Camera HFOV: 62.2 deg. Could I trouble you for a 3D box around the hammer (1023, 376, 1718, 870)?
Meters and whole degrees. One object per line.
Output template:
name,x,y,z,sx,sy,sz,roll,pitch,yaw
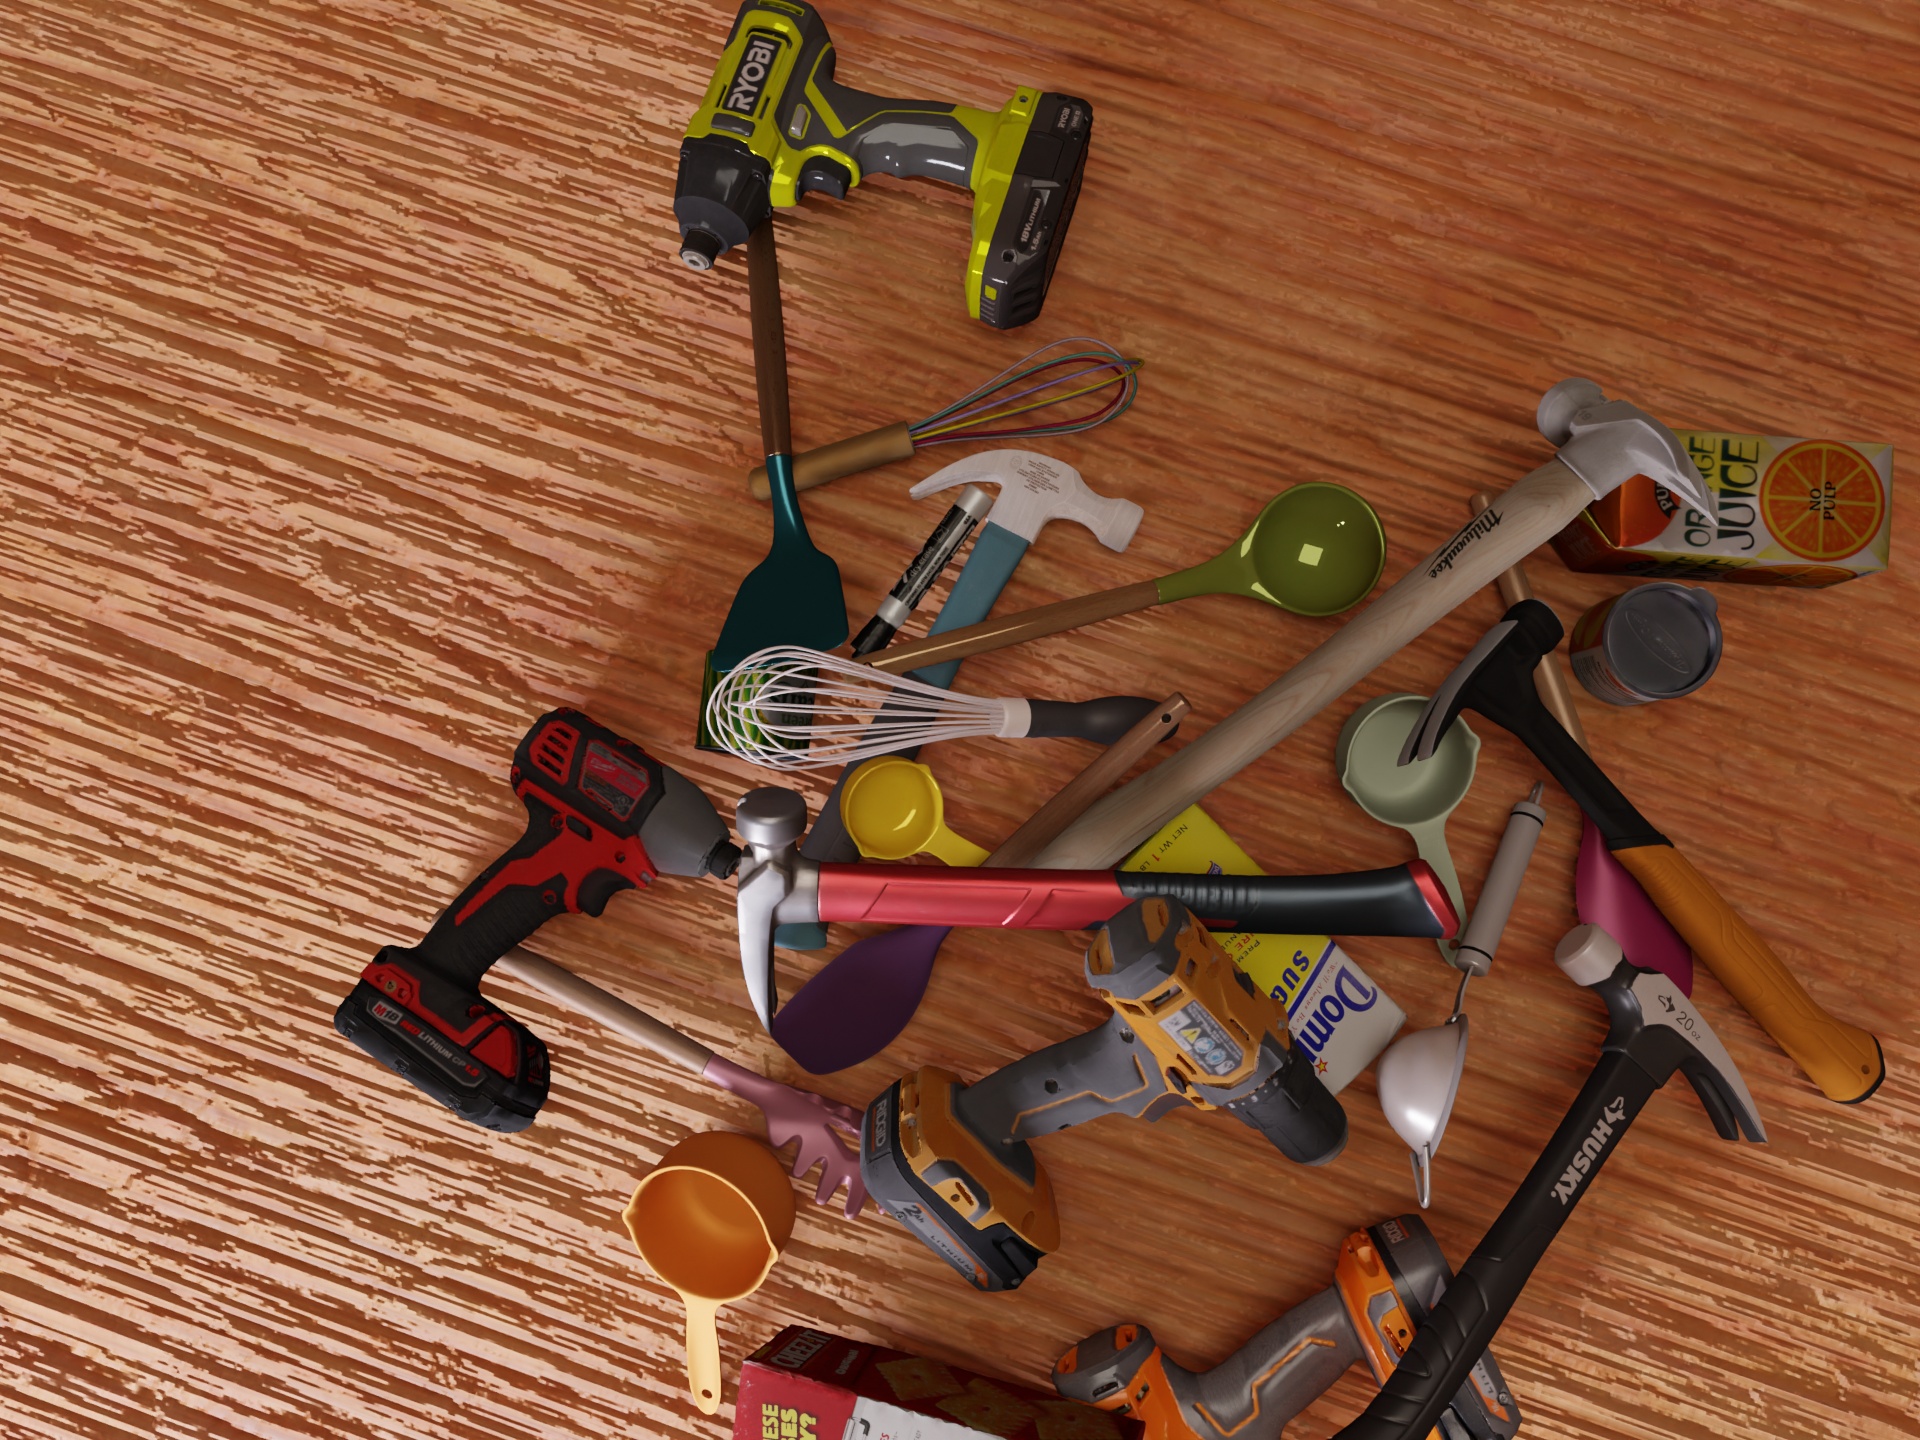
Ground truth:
hammer,0.199,-0.022,0.852,0.410,0.146,0.038,-39,116,14

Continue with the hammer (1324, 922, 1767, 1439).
hammer,0.296,0.277,0.835,0.146,0.035,0.335,43,72,-3

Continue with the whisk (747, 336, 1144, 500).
whisk,-0.008,-0.175,0.947,0.245,0.051,0.047,-17,51,5

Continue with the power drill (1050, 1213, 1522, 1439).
power drill,0.185,0.389,0.881,0.226,0.084,0.164,-25,86,4

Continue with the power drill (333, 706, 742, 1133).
power drill,-0.230,0.113,0.895,0.143,0.078,0.220,30,75,12

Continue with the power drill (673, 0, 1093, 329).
power drill,-0.048,-0.316,0.926,0.223,0.080,0.171,17,75,4

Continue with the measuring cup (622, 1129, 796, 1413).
measuring cup,-0.138,0.315,0.914,0.095,0.052,0.173,8,112,16

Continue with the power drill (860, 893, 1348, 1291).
power drill,0.082,0.217,0.861,0.226,0.084,0.185,-38,112,16

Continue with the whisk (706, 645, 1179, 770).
whisk,-0.002,-0.002,0.883,0.284,0.070,0.070,2,86,-25

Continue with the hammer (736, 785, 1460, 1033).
hammer,0.073,0.111,0.868,0.386,0.038,0.143,2,116,1

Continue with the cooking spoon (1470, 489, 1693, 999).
cooking spoon,0.356,0.016,0.925,0.068,0.017,0.319,-16,83,-19

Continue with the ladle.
ladle,0.088,-0.067,0.900,0.320,0.062,0.078,-15,91,-9

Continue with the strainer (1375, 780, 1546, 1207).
strainer,0.281,0.141,0.887,0.050,0.086,0.258,25,68,11

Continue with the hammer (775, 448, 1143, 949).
hammer,-0.026,-0.010,0.936,0.128,0.033,0.331,29,88,3

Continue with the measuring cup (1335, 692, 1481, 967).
measuring cup,0.267,0.063,0.926,0.083,0.038,0.167,-17,102,-2

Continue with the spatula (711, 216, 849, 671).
spatula,-0.110,-0.180,0.923,0.082,0.044,0.318,-11,76,16

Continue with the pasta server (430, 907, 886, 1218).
pasta server,-0.173,0.191,0.924,0.316,0.040,0.060,27,116,5

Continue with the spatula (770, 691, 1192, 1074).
spatula,0.012,0.095,0.896,0.059,0.018,0.316,44,105,-6

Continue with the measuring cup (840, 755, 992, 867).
measuring cup,-0.004,0.073,0.917,0.156,0.029,0.062,35,90,-24

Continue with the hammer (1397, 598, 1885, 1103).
hammer,0.392,0.092,0.892,0.337,0.034,0.127,47,69,-3
